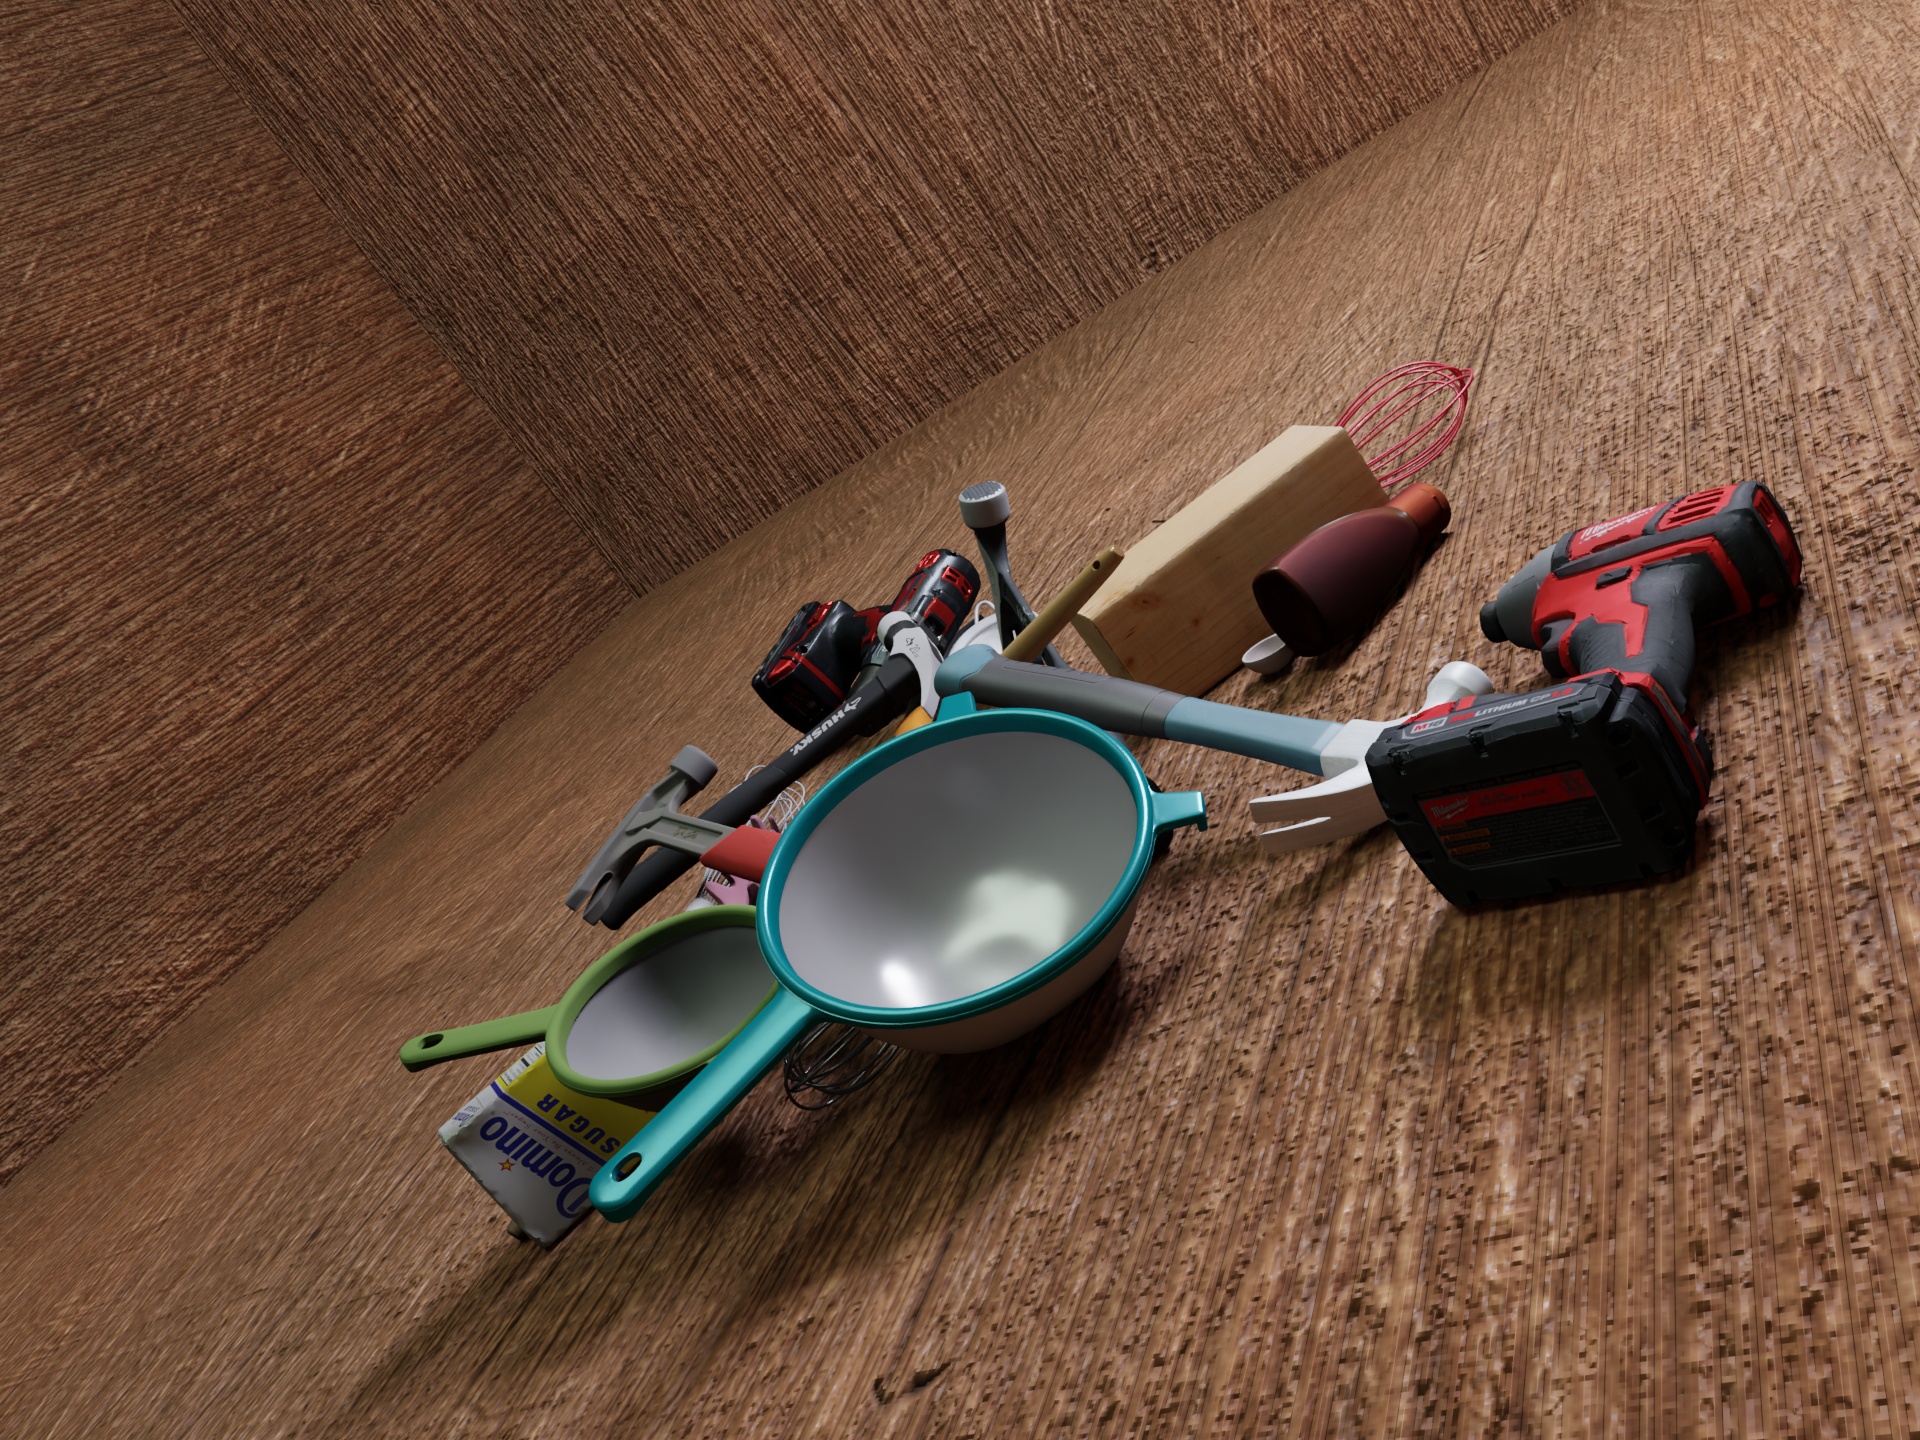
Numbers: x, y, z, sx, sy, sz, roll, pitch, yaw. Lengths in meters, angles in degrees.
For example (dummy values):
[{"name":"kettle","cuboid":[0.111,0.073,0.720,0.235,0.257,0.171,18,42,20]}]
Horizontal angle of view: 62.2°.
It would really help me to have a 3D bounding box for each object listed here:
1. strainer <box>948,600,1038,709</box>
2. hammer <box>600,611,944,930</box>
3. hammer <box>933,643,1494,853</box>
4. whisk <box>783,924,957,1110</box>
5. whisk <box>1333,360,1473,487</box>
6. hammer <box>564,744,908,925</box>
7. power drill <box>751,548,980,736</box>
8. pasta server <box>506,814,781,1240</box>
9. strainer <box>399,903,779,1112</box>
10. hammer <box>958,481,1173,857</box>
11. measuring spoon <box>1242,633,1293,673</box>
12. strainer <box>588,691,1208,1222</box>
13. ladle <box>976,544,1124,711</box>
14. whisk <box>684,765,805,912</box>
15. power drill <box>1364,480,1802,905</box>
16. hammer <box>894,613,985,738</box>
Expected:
[{"name":"strainer","cuboid":[0.036,-0.032,1.271,0.087,0.050,0.259,-27,23,8]},{"name":"hammer","cuboid":[-0.147,0.051,1.236,0.335,0.035,0.146,-38,34,2]},{"name":"hammer","cuboid":[0.110,-0.004,0.867,0.331,0.033,0.128,13,48,46]},{"name":"whisk","cuboid":[-0.008,0.132,0.895,0.239,0.055,0.055,-38,15,-24]},{"name":"whisk","cuboid":[0.250,-0.160,1.162,0.296,0.073,0.073,-39,15,13]},{"name":"hammer","cuboid":[-0.142,0.095,1.039,0.359,0.036,0.149,7,57,55]},{"name":"power drill","cuboid":[-0.091,-0.050,1.406,0.227,0.080,0.188,-17,37,52]},{"name":"pasta server","cuboid":[-0.203,0.195,1.048,0.060,0.040,0.316,-6,43,49]},{"name":"strainer","cuboid":[-0.199,0.187,0.909,0.256,0.069,0.152,-14,28,17]},{"name":"hammer","cuboid":[0.066,-0.026,1.050,0.036,0.149,0.409,-16,28,-3]},{"name":"measuring spoon","cuboid":[0.229,-0.063,1.010,0.124,0.018,0.034,-35,14,-22]},{"name":"strainer","cuboid":[-0.035,0.137,0.798,0.340,0.095,0.211,-43,41,-21]},{"name":"ladle","cuboid":[-0.002,-0.003,1.023,0.031,0.069,0.315,5,-43,-48]},{"name":"whisk","cuboid":[-0.196,0.134,1.268,0.070,0.070,0.285,-26,23,33]},{"name":"power drill","cuboid":[0.267,-0.020,0.689,0.143,0.078,0.220,-18,21,46]},{"name":"hammer","cuboid":[-0.032,0.007,1.315,0.127,0.034,0.337,-33,16,16]}]
